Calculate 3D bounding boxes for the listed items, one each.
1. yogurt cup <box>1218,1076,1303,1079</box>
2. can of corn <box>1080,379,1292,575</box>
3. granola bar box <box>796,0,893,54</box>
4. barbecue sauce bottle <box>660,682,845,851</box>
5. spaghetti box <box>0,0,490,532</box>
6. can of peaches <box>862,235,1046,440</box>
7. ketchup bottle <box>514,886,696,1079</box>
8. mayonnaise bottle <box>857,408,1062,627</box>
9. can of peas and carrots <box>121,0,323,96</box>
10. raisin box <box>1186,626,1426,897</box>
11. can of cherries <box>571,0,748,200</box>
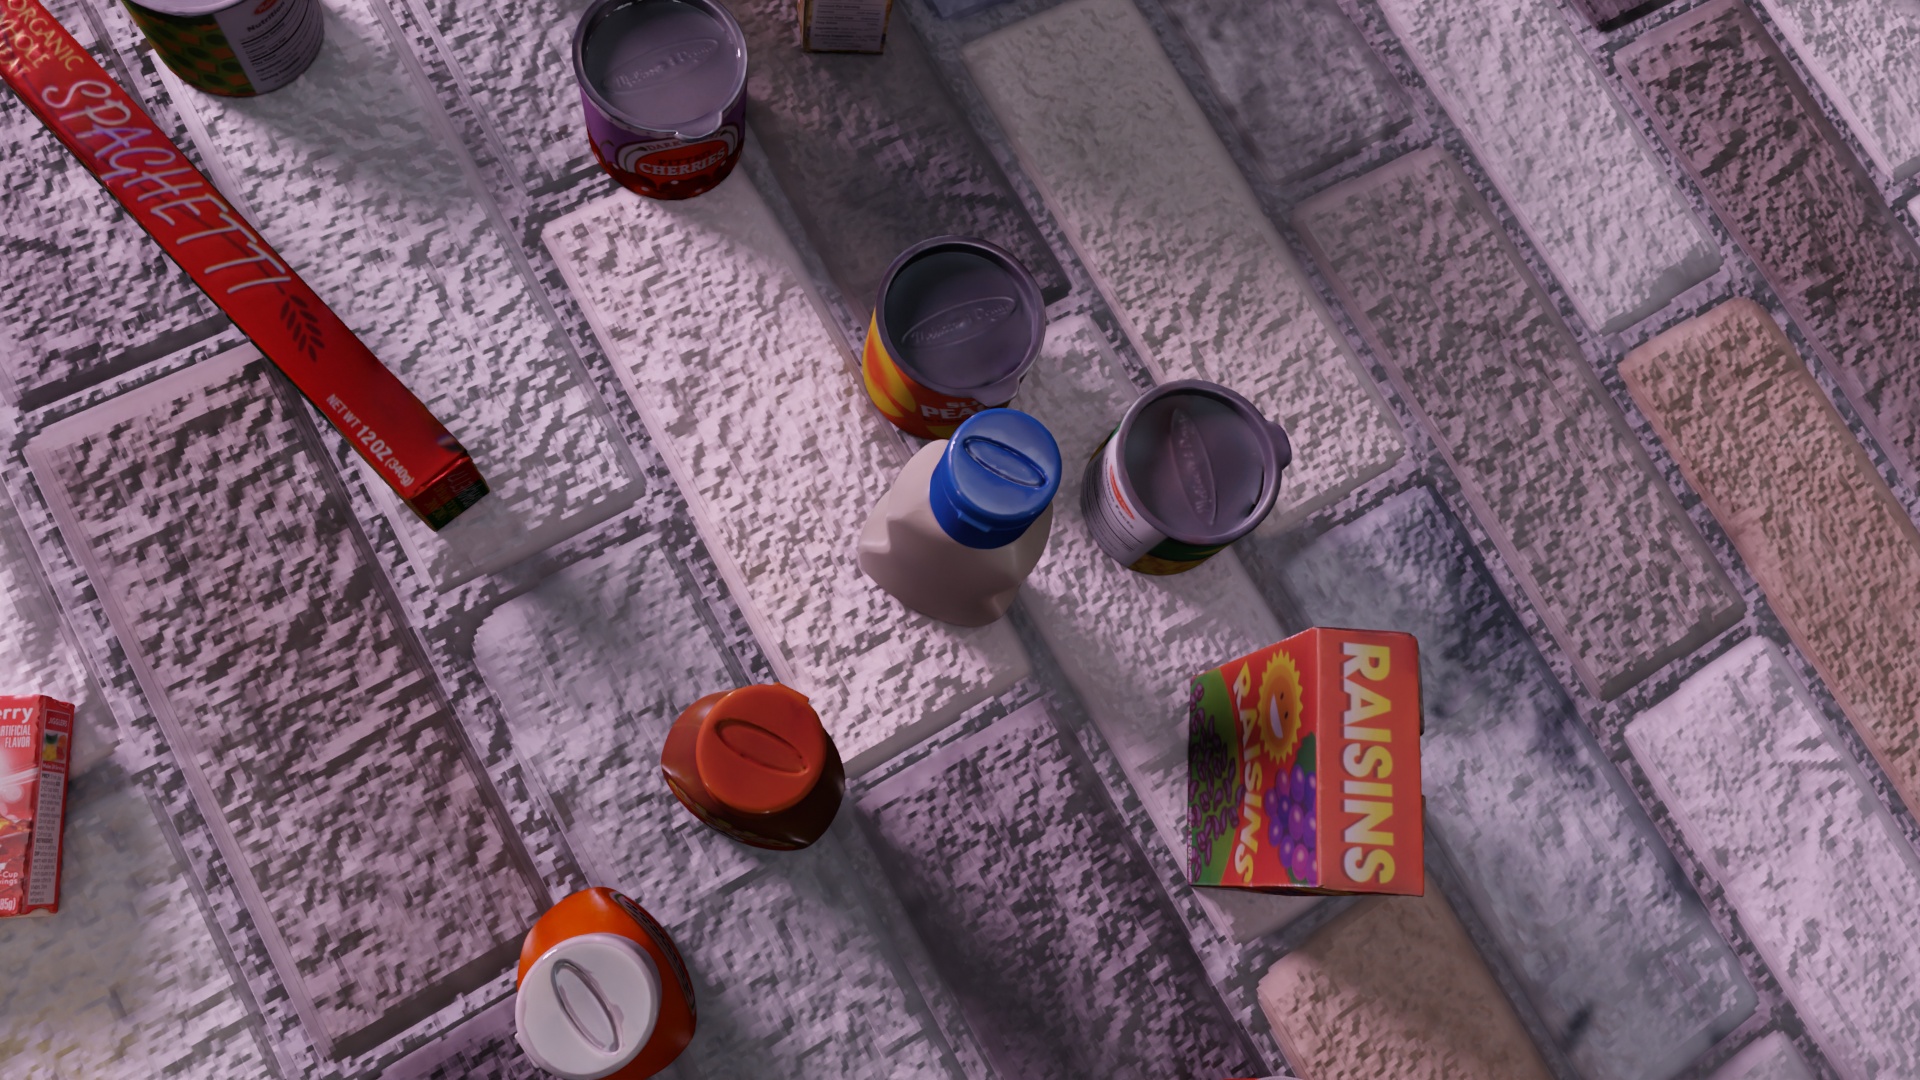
[{"bbox_3d":[0.106,0.225,0.496,0.072,0.053,0.072,2,75,-10],"label":"yogurt cup"},{"bbox_3d":[0.089,-0.024,0.555,0.071,0.058,0.071,2,76,-10],"label":"can of corn"},{"bbox_3d":[-0.051,-0.306,0.569,0.039,0.124,0.166,-4,77,-11],"label":"granola bar box"},{"bbox_3d":[-0.067,0.074,0.454,0.065,0.148,0.044,28,73,-2],"label":"barbecue sauce bottle"},{"bbox_3d":[-0.272,-0.104,0.515,0.250,0.050,0.029,45,73,3],"label":"spaghetti box"},{"bbox_3d":[-0.003,-0.076,0.552,0.071,0.058,0.071,2,76,-10],"label":"can of peaches"},{"bbox_3d":[-0.110,0.139,0.429,0.044,0.148,0.065,-35,84,-16],"label":"ketchup bottle"},{"bbox_3d":[0.002,-0.006,0.488,0.065,0.147,0.041,27,73,-3],"label":"mayonnaise bottle"},{"bbox_3d":[-0.290,-0.217,0.536,0.071,0.058,0.071,2,76,-10],"label":"can of peas and carrots"},{"bbox_3d":[0.120,0.084,0.499,0.040,0.123,0.086,6,75,-9],"label":"raisin box"},{"bbox_3d":[-0.118,-0.177,0.557,0.071,0.058,0.071,2,76,-10],"label":"can of cherries"}]
